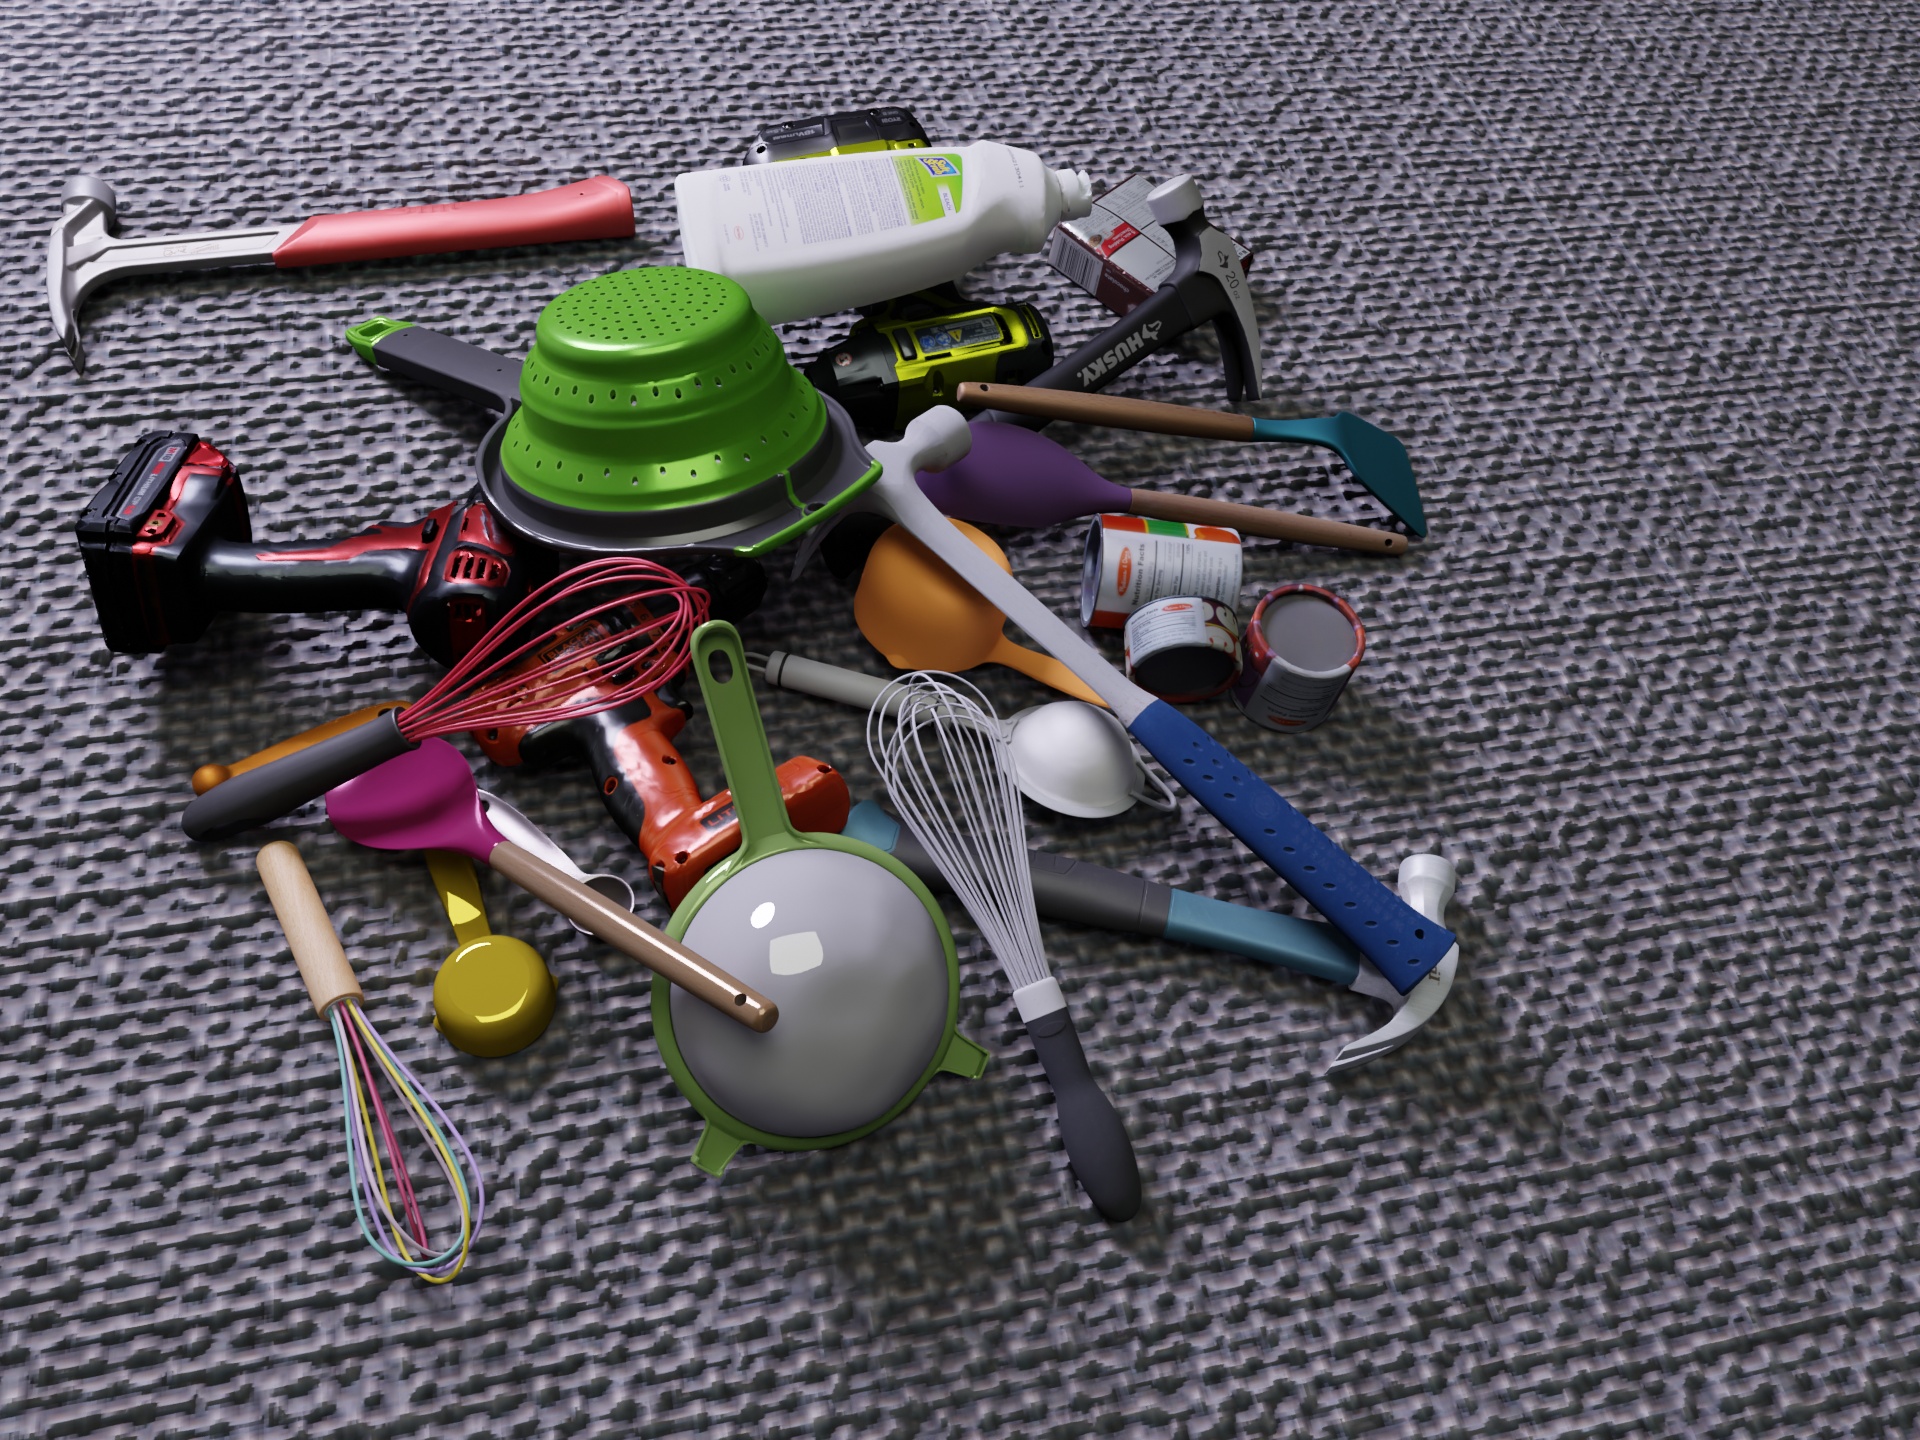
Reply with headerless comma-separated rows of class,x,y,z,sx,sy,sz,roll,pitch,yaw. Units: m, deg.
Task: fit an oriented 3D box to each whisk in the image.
whisk,-0.285,0.154,0.743,0.051,0.047,0.245,-18,56,-31
whisk,-0.258,-0.005,0.788,0.296,0.073,0.073,-24,60,7
whisk,0.025,0.106,0.775,0.070,0.070,0.285,-18,78,-18

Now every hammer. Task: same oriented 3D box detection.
hammer,0.084,-0.007,0.832,0.406,0.035,0.144,42,55,13
hammer,-0.391,-0.307,1.028,0.359,0.036,0.149,-9,59,-13
hammer,0.094,0.096,0.831,0.331,0.033,0.128,13,56,1
hammer,0.050,-0.190,0.982,0.335,0.035,0.146,-37,112,-16

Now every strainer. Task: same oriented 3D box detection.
strainer,-0.076,0.076,0.729,0.151,0.069,0.256,-16,93,-19
strainer,-0.001,-0.003,0.880,0.258,0.050,0.087,15,41,6

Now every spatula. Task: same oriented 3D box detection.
spatula,0.150,-0.173,0.977,0.317,0.044,0.082,5,58,-14
spatula,0.126,-0.131,0.964,0.315,0.018,0.060,8,95,-13

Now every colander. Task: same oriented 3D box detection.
colander,-0.224,-0.206,0.883,0.397,0.094,0.204,24,46,31

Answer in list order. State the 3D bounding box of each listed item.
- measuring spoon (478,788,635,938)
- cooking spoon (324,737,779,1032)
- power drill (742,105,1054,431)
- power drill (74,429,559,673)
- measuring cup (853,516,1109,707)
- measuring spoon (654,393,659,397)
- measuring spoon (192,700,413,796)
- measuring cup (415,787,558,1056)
measuring spoon,-0.215,0.073,0.821,0.124,0.018,0.034,34,61,22
cooking spoon,-0.203,0.074,0.757,0.319,0.017,0.069,23,62,34
power drill,-0.058,-0.290,1.038,0.171,0.080,0.223,-15,63,-16
power drill,-0.332,-0.103,0.870,0.226,0.080,0.188,3,37,-6
measuring cup,0.025,-0.059,0.902,0.173,0.052,0.095,24,46,7
measuring spoon,-0.201,-0.246,1.029,0.042,0.021,0.129,-9,50,-13
measuring spoon,-0.347,0.012,0.841,0.117,0.011,0.021,-23,63,-20
measuring cup,-0.247,0.092,0.791,0.062,0.029,0.157,-19,63,-18
